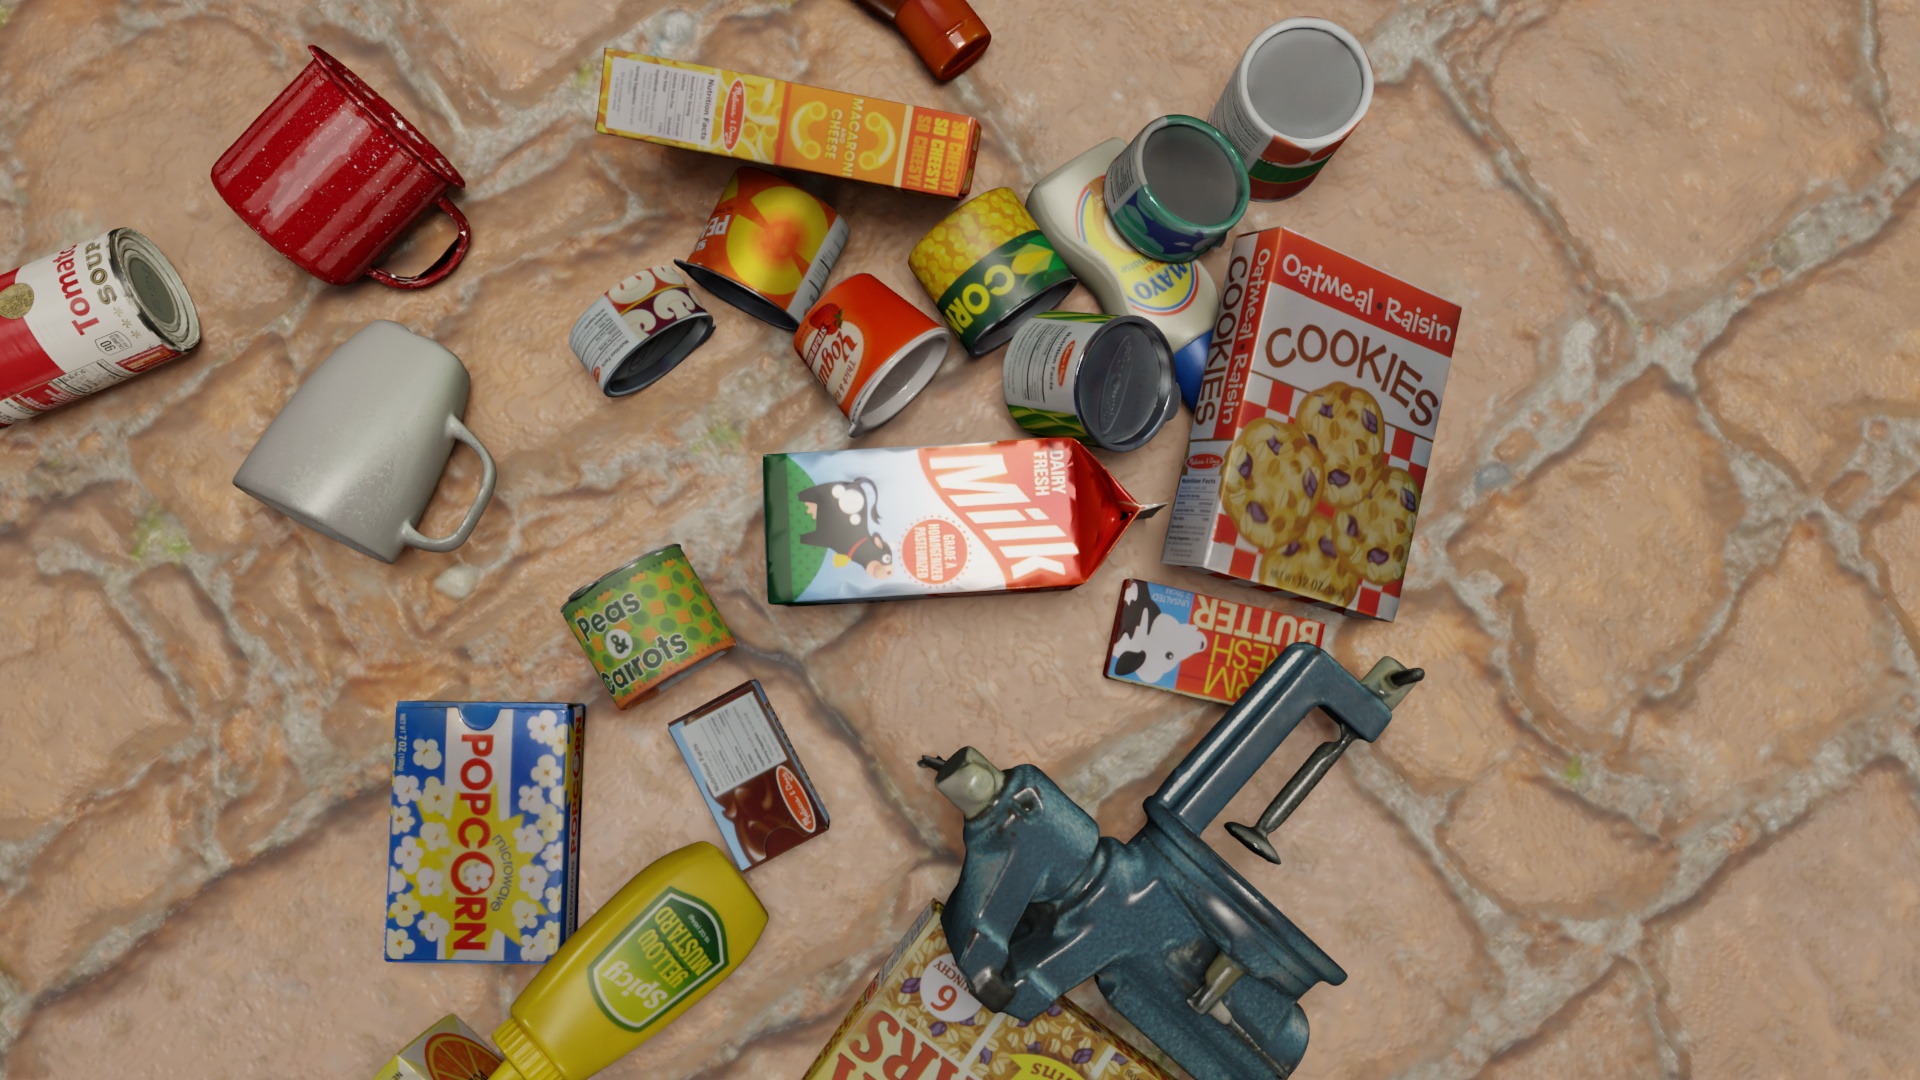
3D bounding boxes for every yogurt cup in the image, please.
[{"bbox_3d":[-0.046,-0.097,0.697,0.072,0.072,0.054,-44,80,-4],"label":"yogurt cup"}]

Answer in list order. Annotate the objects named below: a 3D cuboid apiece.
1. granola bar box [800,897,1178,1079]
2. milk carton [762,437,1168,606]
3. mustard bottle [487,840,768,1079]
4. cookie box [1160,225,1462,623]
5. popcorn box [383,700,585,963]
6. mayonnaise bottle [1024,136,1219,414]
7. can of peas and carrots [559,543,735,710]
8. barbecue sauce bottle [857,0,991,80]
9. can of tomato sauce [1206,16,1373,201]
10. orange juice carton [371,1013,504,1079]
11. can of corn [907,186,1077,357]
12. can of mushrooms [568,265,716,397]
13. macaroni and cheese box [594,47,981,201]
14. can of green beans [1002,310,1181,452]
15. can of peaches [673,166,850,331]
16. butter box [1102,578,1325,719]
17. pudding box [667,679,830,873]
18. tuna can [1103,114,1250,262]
[{"bbox_3d":[0.017,0.277,0.680,0.165,0.039,0.124,36,86,2],"label":"granola bar box"},{"bbox_3d":[0.002,-0.009,0.686,0.191,0.072,0.073,-3,86,-1],"label":"milk carton"},{"bbox_3d":[-0.166,0.212,0.652,0.161,0.048,0.065,-40,99,-26],"label":"mustard bottle"},{"bbox_3d":[0.174,-0.055,0.685,0.123,0.040,0.167,16,85,-27],"label":"cookie box"},{"bbox_3d":[-0.234,0.143,0.687,0.085,0.038,0.126,1,86,0],"label":"popcorn box"},{"bbox_3d":[0.097,-0.130,0.712,0.065,0.041,0.148,-33,87,-11],"label":"mayonnaise bottle"},{"bbox_3d":[-0.153,0.043,0.680,0.071,0.071,0.059,-31,88,-3],"label":"can of peas and carrots"},{"bbox_3d":[-0.042,-0.309,0.723,0.065,0.043,0.148,-37,88,-3],"label":"barbecue sauce bottle"},{"bbox_3d":[0.165,-0.216,0.699,0.071,0.083,0.071,0,86,-1],"label":"can of tomato sauce"},{"bbox_3d":[-0.208,0.323,0.656,0.193,0.073,0.072,42,86,2],"label":"orange juice carton"},{"bbox_3d":[0.014,-0.134,0.697,0.071,0.071,0.058,-34,86,-3],"label":"can of corn"},{"bbox_3d":[-0.158,-0.105,0.695,0.071,0.071,0.033,-38,87,-3],"label":"can of mushrooms"},{"bbox_3d":[-0.076,-0.198,0.673,0.166,0.124,0.040,11,105,0],"label":"macaroni and cheese box"},{"bbox_3d":[0.063,-0.080,0.686,0.071,0.058,0.071,-9,105,-35],"label":"can of green beans"},{"bbox_3d":[-0.099,-0.147,0.697,0.071,0.071,0.058,27,85,1],"label":"can of peaches"},{"bbox_3d":[0.128,0.055,0.707,0.103,0.024,0.053,12,86,0],"label":"butter box"},{"bbox_3d":[-0.106,0.117,0.695,0.050,0.030,0.083,-28,87,-4],"label":"pudding box"},{"bbox_3d":[0.110,-0.173,0.687,0.071,0.032,0.071,7,71,-20],"label":"tuna can"}]
